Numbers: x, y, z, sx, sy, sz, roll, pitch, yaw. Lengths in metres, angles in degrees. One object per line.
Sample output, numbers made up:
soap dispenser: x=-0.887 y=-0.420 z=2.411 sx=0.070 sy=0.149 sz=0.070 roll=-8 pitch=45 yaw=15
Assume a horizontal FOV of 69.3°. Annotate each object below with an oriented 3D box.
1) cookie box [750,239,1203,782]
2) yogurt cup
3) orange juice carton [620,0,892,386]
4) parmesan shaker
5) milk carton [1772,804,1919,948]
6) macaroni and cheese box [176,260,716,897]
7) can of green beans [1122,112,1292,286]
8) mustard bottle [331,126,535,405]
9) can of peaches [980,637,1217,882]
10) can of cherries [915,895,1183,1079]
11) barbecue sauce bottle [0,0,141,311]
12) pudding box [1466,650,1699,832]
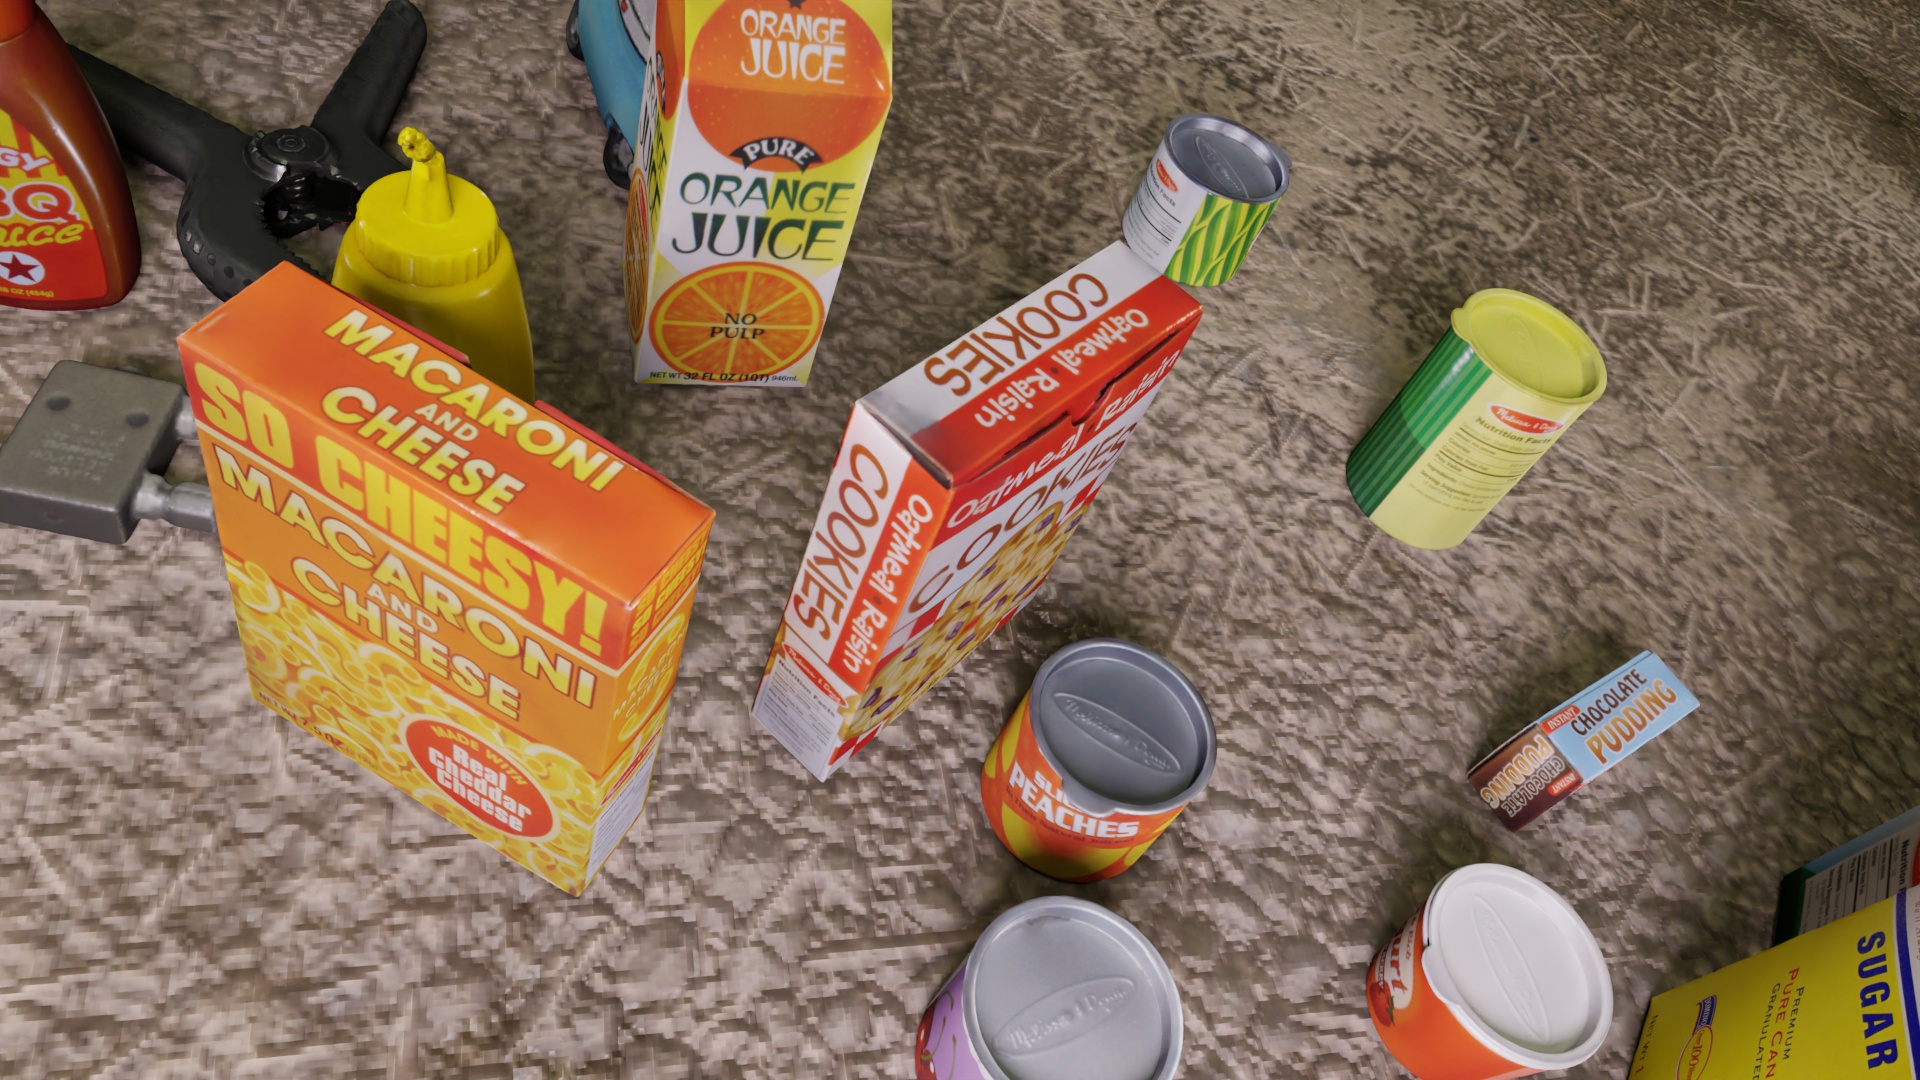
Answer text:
cookie box: x=0.002 y=-0.006 z=0.453 sx=0.040 sy=0.166 sz=0.123 roll=42 pitch=51 yaw=13
yogurt cup: x=0.175 y=0.151 z=0.471 sx=0.072 sy=0.053 sz=0.073 roll=10 pitch=51 yaw=-13
orange juice carton: x=-0.079 y=-0.146 z=0.515 sx=0.072 sy=0.191 sz=0.073 roll=-1 pitch=55 yaw=-21
parmesan shaker: x=0.221 y=-0.052 z=0.614 sx=0.071 sy=0.102 sz=0.072 roll=10 pitch=51 yaw=-13
milk carton: x=0.379 y=0.126 z=0.478 sx=0.072 sy=0.189 sz=0.074 roll=34 pitch=50 yaw=7
macaroni and cheese box: x=-0.139 y=0.020 z=0.381 sx=0.124 sy=0.165 sz=0.040 roll=30 pitch=50 yaw=4
can of green beans: x=0.122 y=-0.170 z=0.697 sx=0.071 sy=0.057 sz=0.071 roll=10 pitch=51 yaw=-13
mustard bottle: x=-0.167 y=-0.067 z=0.442 sx=0.065 sy=0.159 sz=0.049 roll=31 pitch=50 yaw=4
can of peaches: x=0.045 y=0.078 z=0.476 sx=0.071 sy=0.057 sz=0.071 roll=10 pitch=51 yaw=-13
can of cherries: x=0.025 y=0.150 z=0.413 sx=0.071 sy=0.058 sz=0.072 roll=10 pitch=51 yaw=-13
barbecue sauce bottle: x=-0.314 y=-0.141 z=0.452 sx=0.065 sy=0.147 sz=0.044 roll=4 pitch=53 yaw=-18
pudding box: x=0.250 y=0.080 z=0.557 sx=0.084 sy=0.049 sz=0.030 roll=-20 pitch=63 yaw=-32
